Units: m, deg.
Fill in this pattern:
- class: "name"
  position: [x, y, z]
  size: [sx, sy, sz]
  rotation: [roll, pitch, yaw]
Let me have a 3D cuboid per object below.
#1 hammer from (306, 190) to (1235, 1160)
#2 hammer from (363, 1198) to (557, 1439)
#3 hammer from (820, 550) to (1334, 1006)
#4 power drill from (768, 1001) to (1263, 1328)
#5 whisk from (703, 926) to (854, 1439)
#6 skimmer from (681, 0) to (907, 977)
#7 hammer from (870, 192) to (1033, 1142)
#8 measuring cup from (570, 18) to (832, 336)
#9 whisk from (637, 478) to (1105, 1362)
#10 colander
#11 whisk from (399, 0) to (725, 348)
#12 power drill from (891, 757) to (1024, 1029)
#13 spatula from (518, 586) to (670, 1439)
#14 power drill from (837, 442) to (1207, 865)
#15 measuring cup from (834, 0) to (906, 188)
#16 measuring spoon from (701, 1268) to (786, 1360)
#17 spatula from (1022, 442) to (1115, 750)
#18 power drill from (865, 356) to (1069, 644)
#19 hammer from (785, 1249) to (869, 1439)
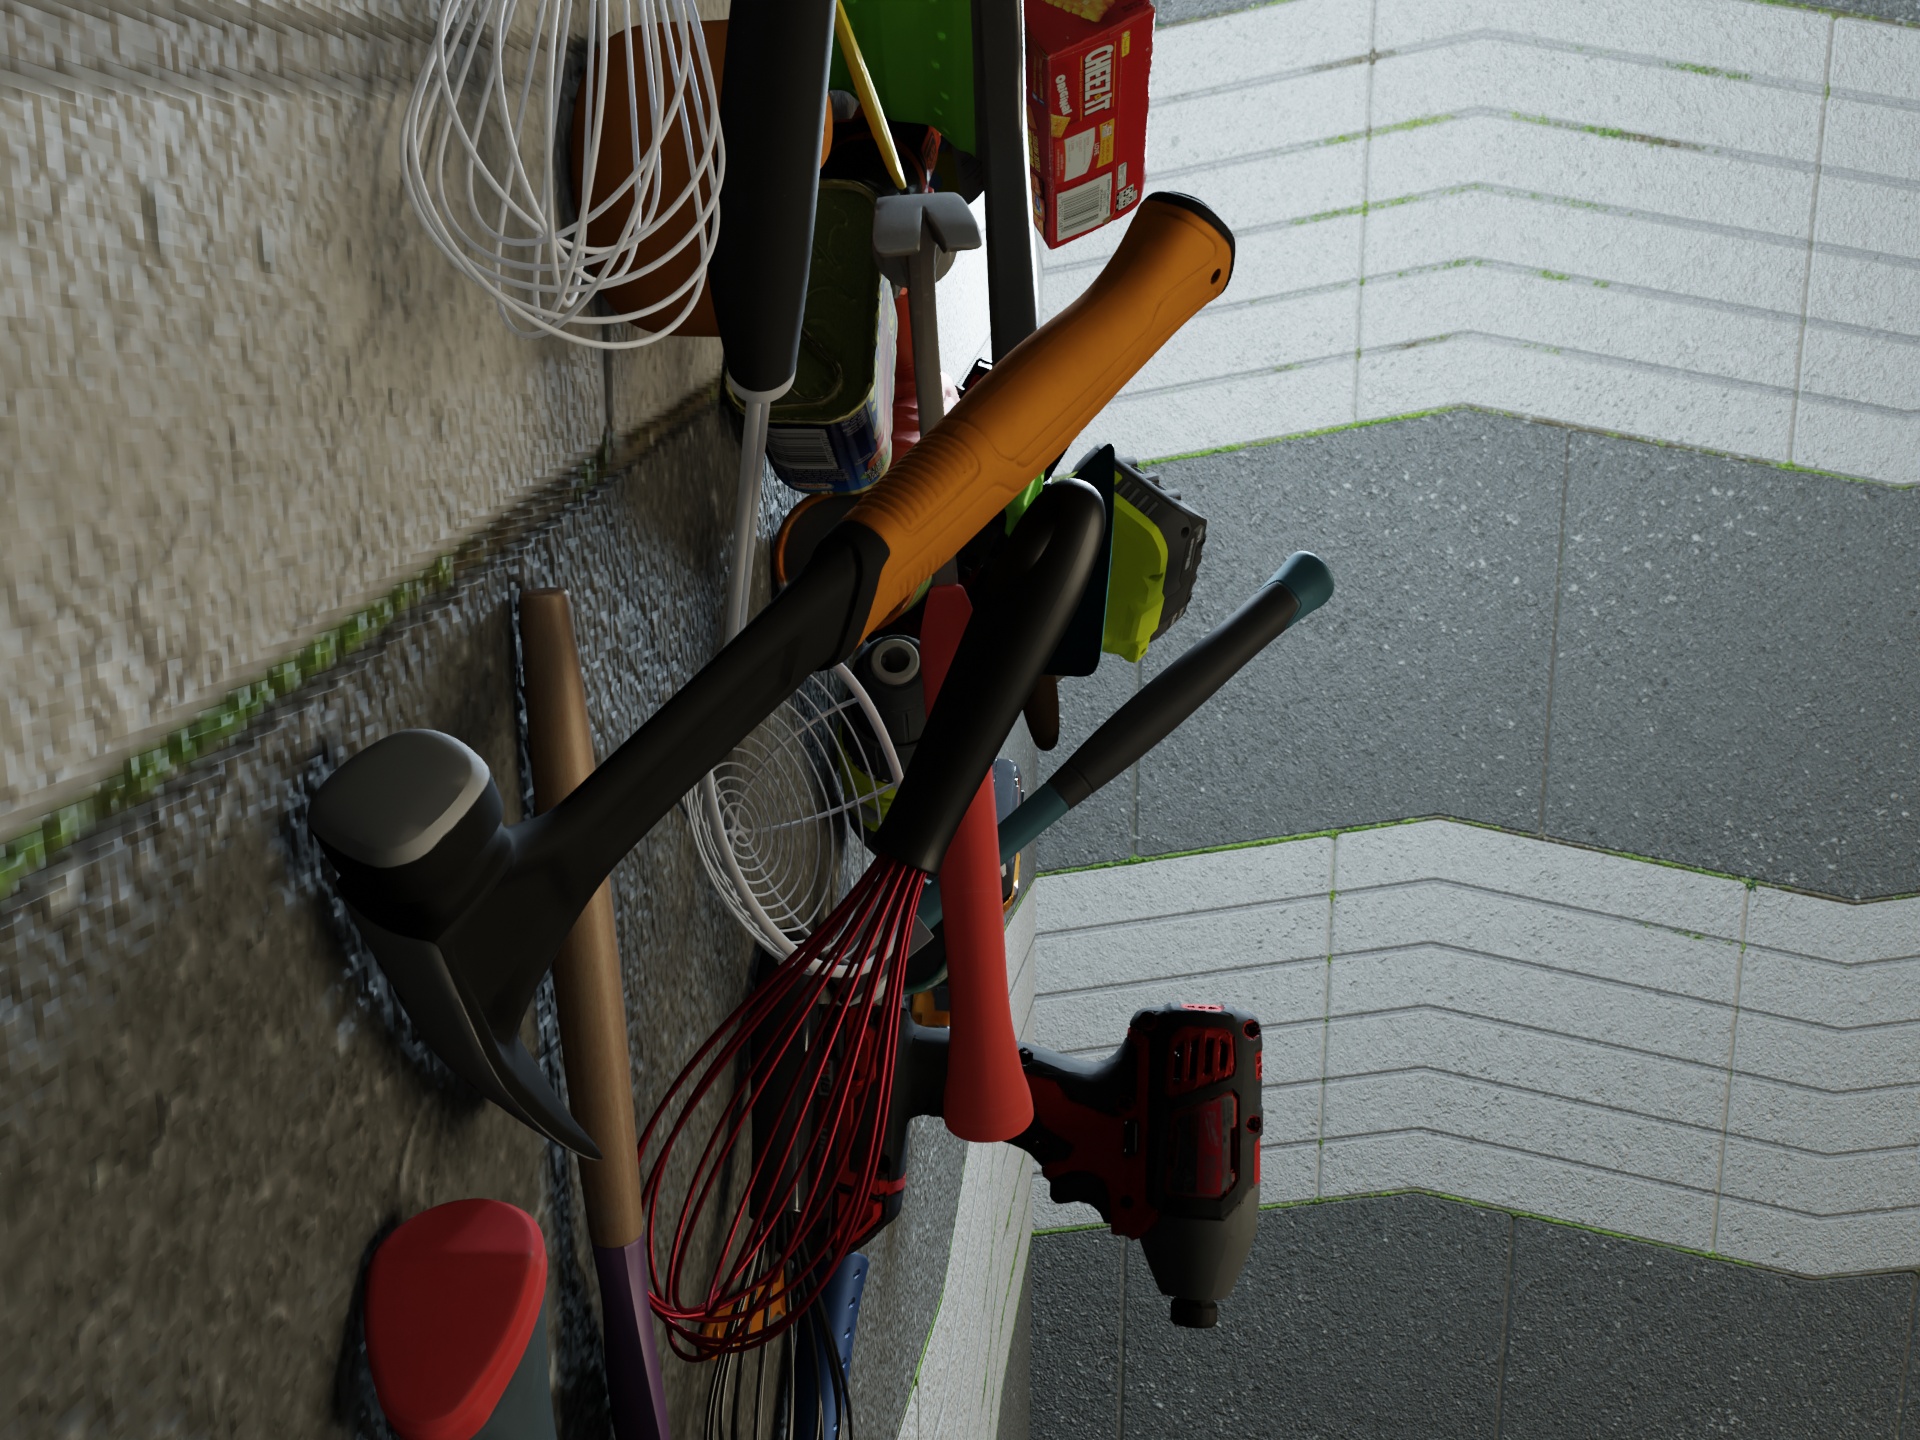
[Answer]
- class: "hammer"
  position: [-0.017, -0.041, 0.424]
  size: [0.337, 0.034, 0.127]
  rotation: [-49, 151, -32]
- class: "hammer"
  position: [-0.099, 0.278, 0.424]
  size: [0.143, 0.038, 0.386]
  rotation: [-78, 168, -65]
- class: "hammer"
  position: [0.060, 0.030, 0.811]
  size: [0.033, 0.331, 0.128]
  rotation: [49, -5, 9]
- class: "power drill"
  position: [0.028, 0.200, 0.734]
  size: [0.078, 0.219, 0.143]
  rotation: [58, 33, -78]
- class: "whisk"
  position: [-0.068, 0.192, 0.624]
  size: [0.055, 0.055, 0.239]
  rotation: [81, 6, -60]
- class: "skimmer"
  position: [-0.034, -0.051, 0.474]
  size: [0.363, 0.090, 0.127]
  rotation: [104, -4, -50]
- class: "hammer"
  position: [-0.001, -0.002, 0.574]
  size: [0.149, 0.036, 0.359]
  rotation: [-101, -174, -70]
- class: "measuring cup"
  position: [-0.075, -0.175, 0.496]
  size: [0.174, 0.052, 0.095]
  rotation: [-81, 171, -61]
- class: "whisk"
  position: [-0.026, 0.060, 0.489]
  size: [0.296, 0.073, 0.073]
  rotation: [-64, 173, 0]
- class: "colander"
  position: [-0.020, -0.260, 0.669]
  size: [0.204, 0.094, 0.397]
  rotation: [85, 2, -71]
- class: "whisk"
  position: [-0.085, -0.213, 0.374]
  size: [0.070, 0.070, 0.285]
  rotation: [74, 13, -70]
- class: "power drill"
  position: [-0.001, 0.123, 1.129]
  size: [0.186, 0.084, 0.226]
  rotation: [-83, 176, -47]
- class: "spatula"
  position: [-0.099, 0.119, 0.443]
  size: [0.060, 0.018, 0.315]
  rotation: [25, -59, 60]
- class: "power drill"
  position: [0.025, -0.038, 0.833]
  size: [0.228, 0.080, 0.190]
  rotation: [-44, 162, -19]
- class: "measuring cup"
  position: [-0.056, -0.235, 0.510]
  size: [0.062, 0.029, 0.156]
  rotation: [26, 42, -78]
- class: "measuring spoon"
  position: [-0.089, 0.242, 0.650]
  size: [0.117, 0.011, 0.021]
  rotation: [46, 41, -77]
- class: "spatula"
  position: [0.042, -0.023, 0.685]
  size: [0.317, 0.044, 0.082]
  rotation: [69, 25, -76]
- class: "power drill"
  position: [0.018, -0.147, 0.953]
  size: [0.187, 0.080, 0.227]
  rotation: [-57, -172, 27]
- class: "hammer"
  position: [-0.077, 0.436, 0.674]
  size: [0.144, 0.035, 0.406]
  rotation: [81, 12, -60]
